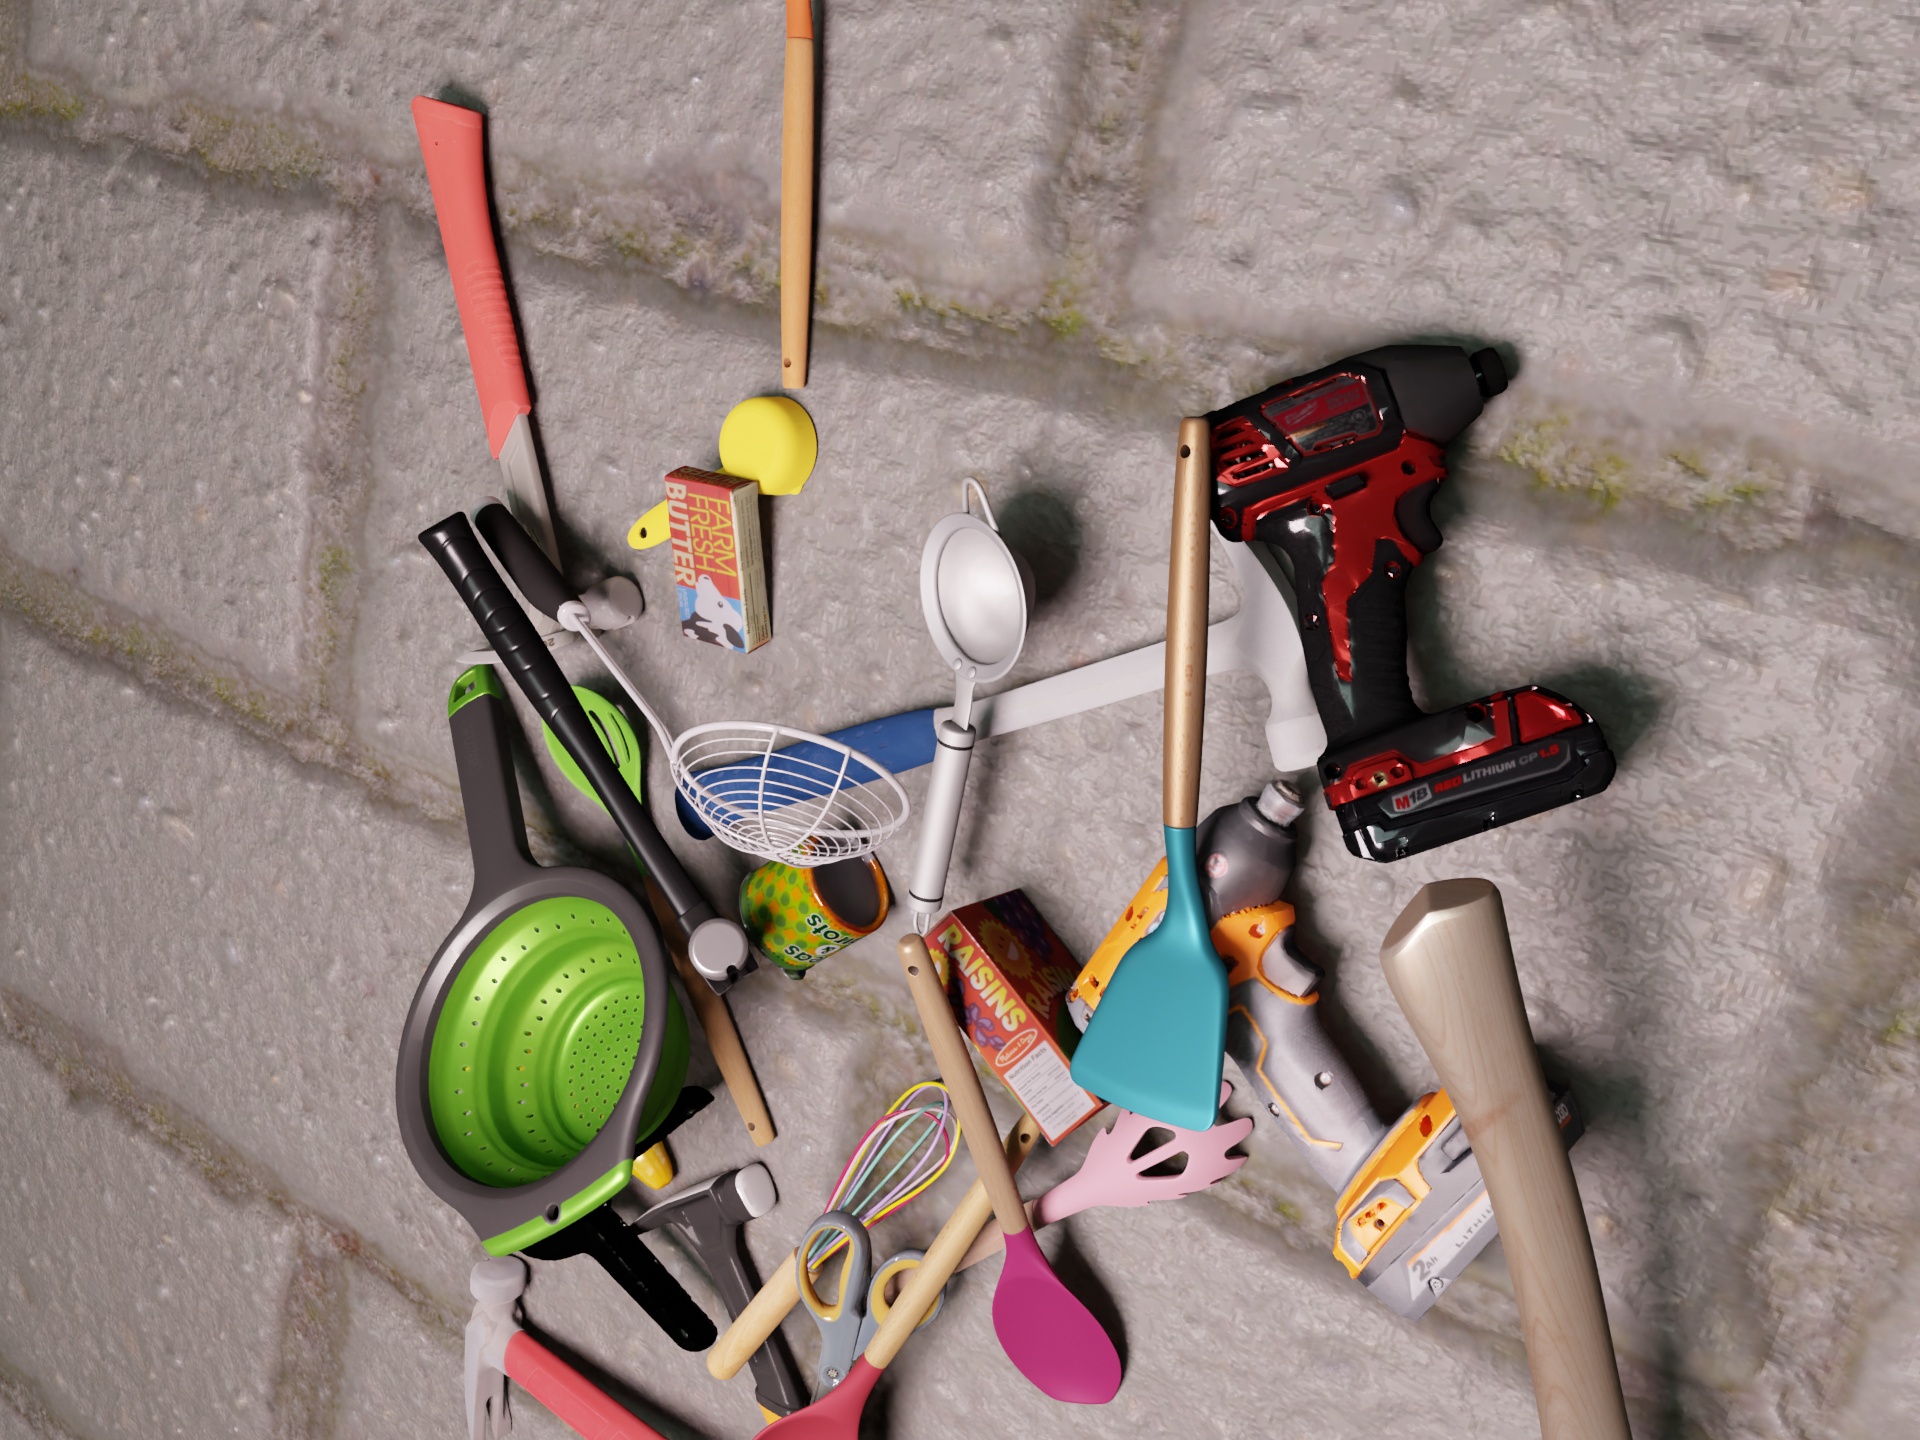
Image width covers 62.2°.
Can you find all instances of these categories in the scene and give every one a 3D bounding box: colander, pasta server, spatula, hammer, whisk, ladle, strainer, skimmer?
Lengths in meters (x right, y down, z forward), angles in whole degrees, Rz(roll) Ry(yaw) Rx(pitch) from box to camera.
[{"bbox_3d":[-0.256,0.133,0.997,0.204,0.094,0.398,-32,55,16],"label":"colander"},{"bbox_3d":[0.032,0.282,0.892,0.316,0.040,0.060,-39,76,34],"label":"pasta server"},{"bbox_3d":[-0.083,-0.347,0.876,0.081,0.041,0.322,12,107,30],"label":"spatula"},{"bbox_3d":[-0.303,-0.218,1.022,0.149,0.036,0.359,-13,91,33],"label":"hammer"},{"bbox_3d":[-0.076,0.305,0.932,0.047,0.051,0.245,41,107,11],"label":"whisk"},{"bbox_3d":[0.262,0.255,0.662,0.146,0.038,0.410,-14,104,16],"label":"hammer"},{"bbox_3d":[-0.036,0.337,0.887,0.069,0.031,0.315,29,106,-7],"label":"ladle"},{"bbox_3d":[-0.108,0.452,0.996,0.127,0.034,0.337,-30,81,31],"label":"hammer"},{"bbox_3d":[-0.001,-0.003,0.865,0.405,0.035,0.144,-17,88,33],"label":"hammer"},{"bbox_3d":[0.000,-0.001,0.820,0.087,0.050,0.258,34,121,44],"label":"strainer"},{"bbox_3d":[-0.199,0.490,1.025,0.386,0.038,0.143,16,106,38],"label":"hammer"},{"bbox_3d":[-0.168,-0.043,0.906,0.090,0.127,0.364,-40,57,-8],"label":"skimmer"},{"bbox_3d":[-0.220,0.016,0.935,0.035,0.146,0.335,-33,81,-12],"label":"hammer"},{"bbox_3d":[0.095,0.025,0.717,0.082,0.044,0.317,12,108,41],"label":"spatula"}]

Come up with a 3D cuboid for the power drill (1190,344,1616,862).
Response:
[{"bbox_3d":[0.198,-0.057,0.701,0.143,0.078,0.220,-20,80,11],"label":"power drill"}]

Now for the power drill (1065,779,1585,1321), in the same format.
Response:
[{"bbox_3d":[0.173,0.146,0.752,0.227,0.084,0.164,41,114,24],"label":"power drill"}]

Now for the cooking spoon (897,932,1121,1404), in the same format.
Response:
[{"bbox_3d":[0.022,0.245,0.833,0.069,0.017,0.318,-7,116,25],"label":"cooking spoon"}]

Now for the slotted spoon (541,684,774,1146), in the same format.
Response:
[{"bbox_3d":[-0.185,0.121,1.003,0.070,0.031,0.314,-27,84,32],"label":"slotted spoon"}]

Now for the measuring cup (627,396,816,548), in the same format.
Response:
[{"bbox_3d":[-0.151,-0.139,0.941,0.156,0.029,0.062,-27,82,30],"label":"measuring cup"}]
